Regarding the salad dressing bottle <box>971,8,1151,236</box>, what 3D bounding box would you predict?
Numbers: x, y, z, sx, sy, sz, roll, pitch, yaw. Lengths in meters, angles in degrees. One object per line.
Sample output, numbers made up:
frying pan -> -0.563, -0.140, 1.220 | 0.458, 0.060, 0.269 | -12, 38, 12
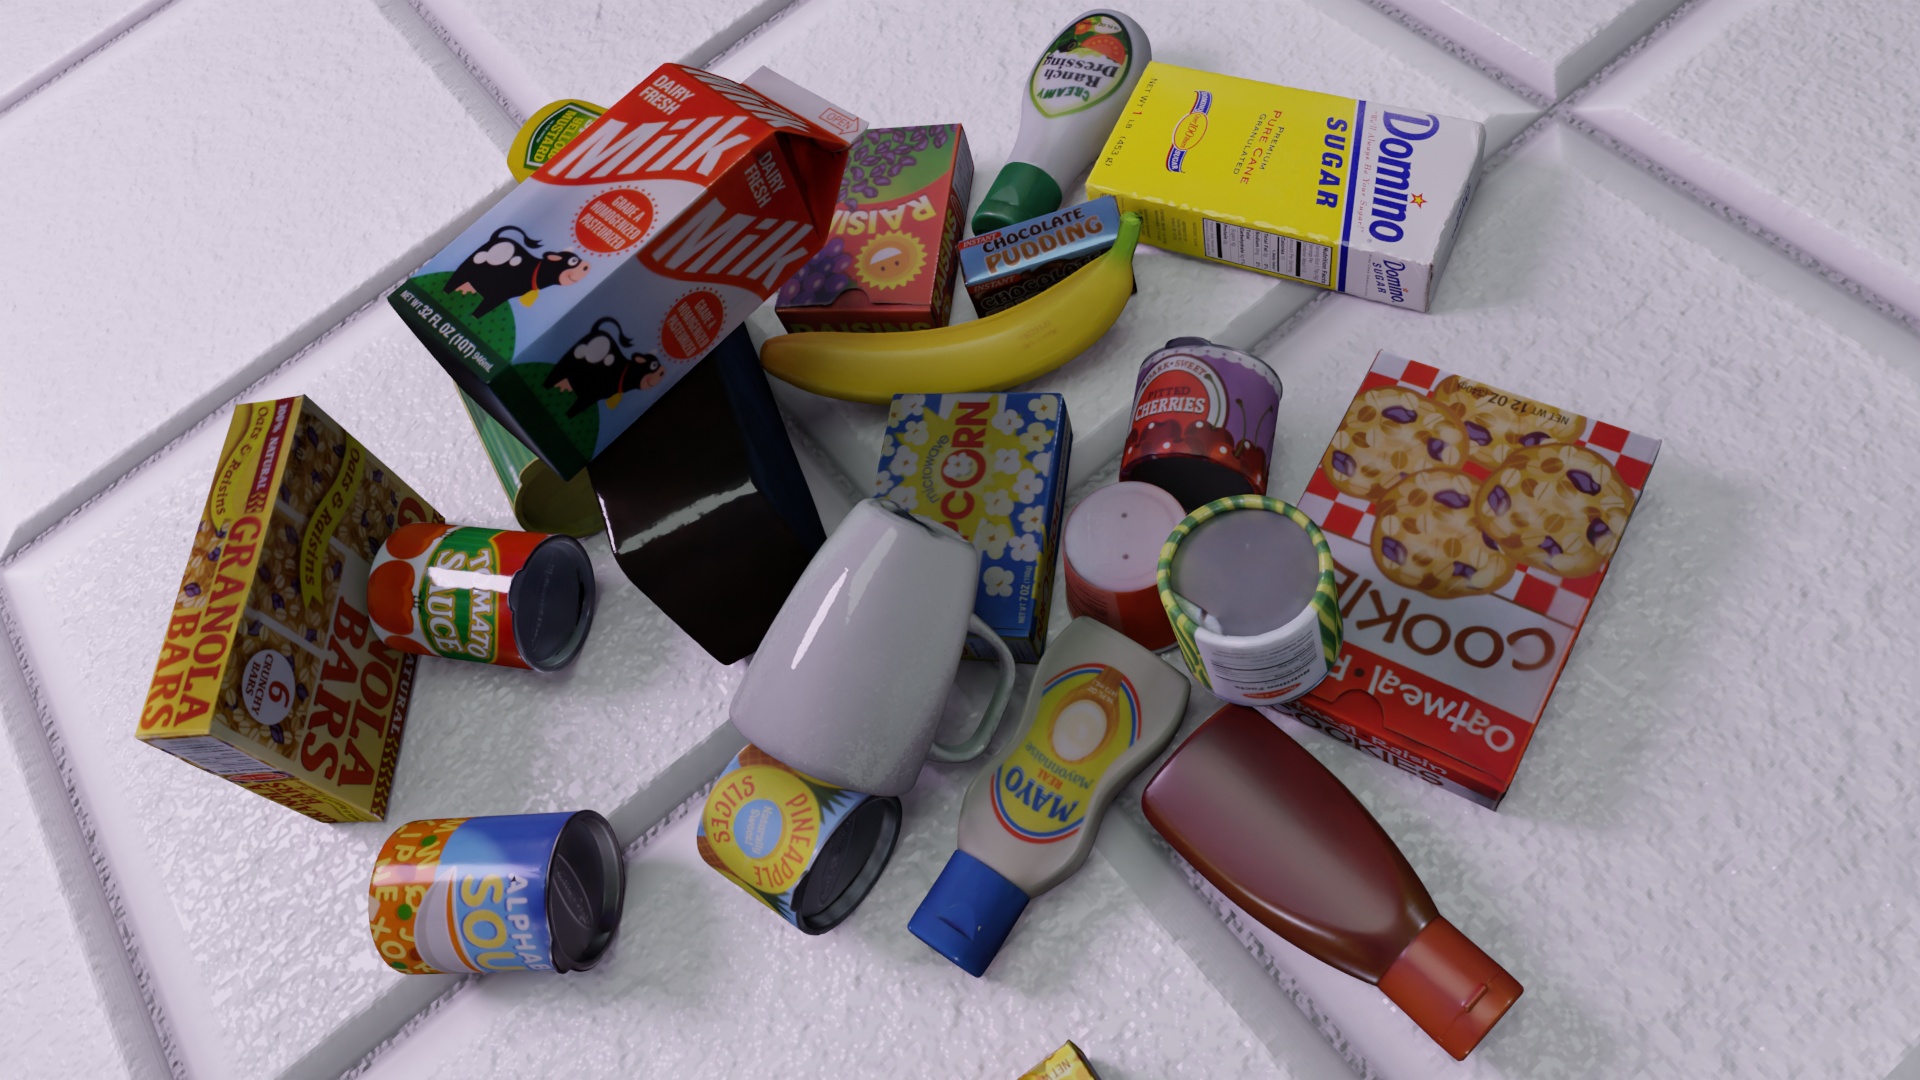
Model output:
salad dressing bottle -> 0.054, -0.217, 0.744 | 0.064, 0.043, 0.148 | 18, 68, 24

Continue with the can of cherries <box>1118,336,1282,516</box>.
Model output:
can of cherries -> 0.106, -0.048, 0.623 | 0.071, 0.071, 0.058 | 7, 65, 18

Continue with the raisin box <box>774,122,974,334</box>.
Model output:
raisin box -> -0.043, -0.162, 0.742 | 0.086, 0.040, 0.124 | 2, 63, 14

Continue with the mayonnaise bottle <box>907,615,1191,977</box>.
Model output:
mayonnaise bottle -> 0.034, 0.106, 0.572 | 0.065, 0.041, 0.148 | 31, 73, 14

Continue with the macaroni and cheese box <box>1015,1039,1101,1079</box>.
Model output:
macaroni and cheese box -> 0.039, 0.282, 0.477 | 0.124, 0.040, 0.167 | -36, 59, -5

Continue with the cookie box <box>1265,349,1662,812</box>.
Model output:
cookie box -> 0.200, 0.011, 0.584 | 0.123, 0.040, 0.168 | 24, 71, 25

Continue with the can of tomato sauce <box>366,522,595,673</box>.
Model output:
can of tomato sauce -> -0.231, 0.026, 0.668 | 0.083, 0.071, 0.071 | 5, 64, 17

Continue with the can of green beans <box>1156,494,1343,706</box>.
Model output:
can of green beans -> 0.114, 0.024, 0.542 | 0.071, 0.057, 0.071 | -9, 59, 14

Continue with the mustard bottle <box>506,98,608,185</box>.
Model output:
mustard bottle -> -0.192, -0.208, 0.782 | 0.160, 0.048, 0.065 | 23, 78, 38

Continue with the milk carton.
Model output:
milk carton -> -0.126, -0.124, 0.569 | 0.072, 0.073, 0.191 | 36, 74, 27

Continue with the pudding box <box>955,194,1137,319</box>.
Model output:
pudding box -> 0.044, -0.138, 0.700 | 0.084, 0.049, 0.030 | -16, 61, 5

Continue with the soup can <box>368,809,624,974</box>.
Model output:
soup can -> -0.197, 0.152, 0.591 | 0.084, 0.071, 0.071 | -6, 61, 12

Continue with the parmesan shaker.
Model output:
parmesan shaker -> -0.213, -0.060, 0.709 | 0.071, 0.071, 0.103 | -33, 59, -4

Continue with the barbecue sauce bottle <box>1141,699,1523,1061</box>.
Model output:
barbecue sauce bottle -> 0.142, 0.131, 0.532 | 0.065, 0.043, 0.149 | -43, 61, -10

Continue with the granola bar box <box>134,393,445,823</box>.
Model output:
granola bar box -> -0.305, 0.035, 0.650 | 0.039, 0.123, 0.166 | -6, 61, 12

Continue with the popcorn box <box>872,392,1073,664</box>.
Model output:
popcorn box -> 0.002, -0.008, 0.646 | 0.085, 0.038, 0.127 | 2, 63, 14

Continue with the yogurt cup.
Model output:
yogurt cup -> 0.076, 0.010, 0.609 | 0.072, 0.053, 0.073 | -6, 60, 12

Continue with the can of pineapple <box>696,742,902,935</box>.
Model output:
can of pineapple -> -0.067, 0.120, 0.576 | 0.058, 0.070, 0.071 | 27, 71, 26
